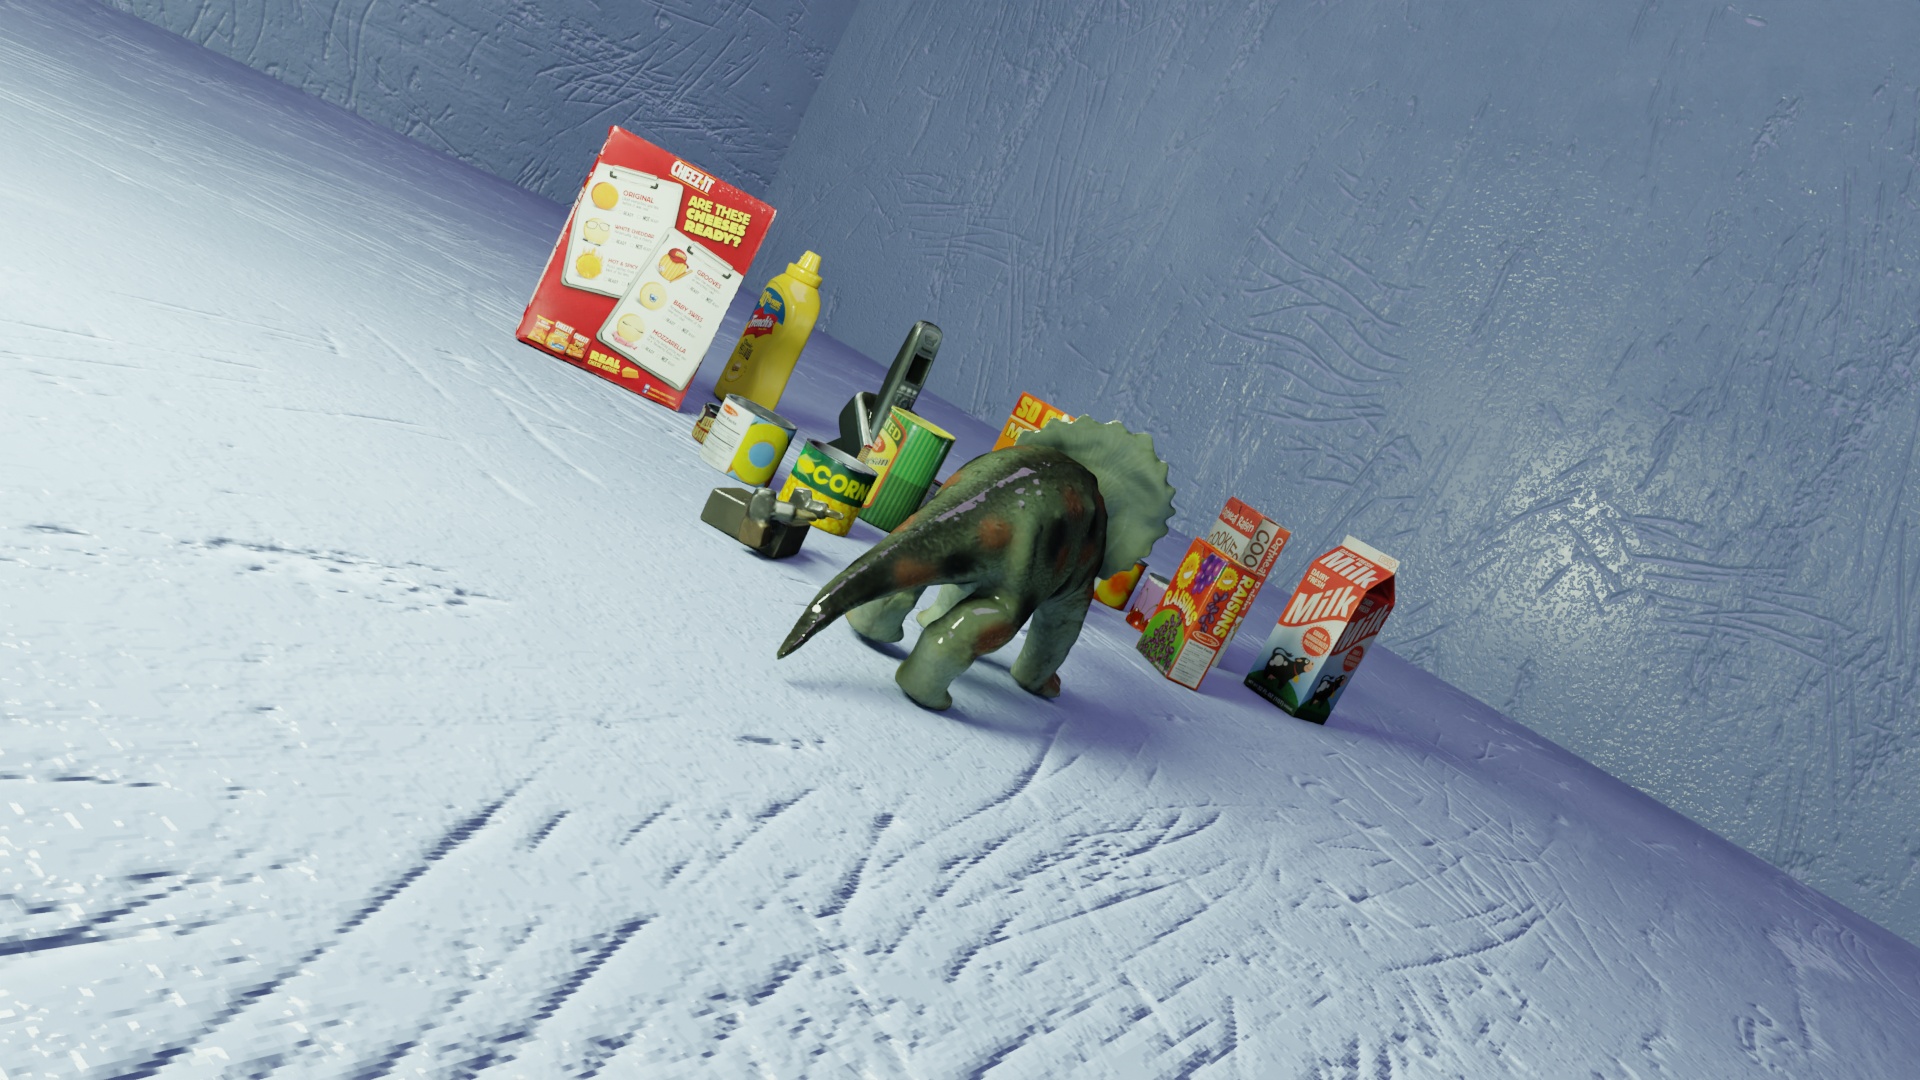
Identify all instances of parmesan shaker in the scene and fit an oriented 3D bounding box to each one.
[{"bbox_3d":[-0.056,-0.063,1.281,0.071,0.103,0.071,27,8,-4],"label":"parmesan shaker"}]

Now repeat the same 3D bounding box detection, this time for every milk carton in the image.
[{"bbox_3d":[0.385,0.091,1.453,0.073,0.190,0.072,20,11,-47],"label":"milk carton"}]

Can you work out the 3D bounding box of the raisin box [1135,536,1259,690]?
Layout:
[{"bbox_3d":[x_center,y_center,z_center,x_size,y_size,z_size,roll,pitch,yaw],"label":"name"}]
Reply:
[{"bbox_3d":[0.220,0.067,1.299,0.040,0.123,0.086,26,8,-16],"label":"raisin box"}]

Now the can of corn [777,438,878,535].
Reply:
[{"bbox_3d":[-0.109,-0.043,1.142,0.071,0.058,0.071,27,8,-4],"label":"can of corn"}]

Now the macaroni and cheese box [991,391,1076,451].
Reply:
[{"bbox_3d":[0.081,-0.055,1.458,0.124,0.166,0.040,32,8,29],"label":"macaroni and cheese box"}]

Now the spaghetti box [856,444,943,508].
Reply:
[{"bbox_3d":[0.005,-0.017,1.387,0.250,0.050,0.029,27,8,-3],"label":"spaghetti box"}]

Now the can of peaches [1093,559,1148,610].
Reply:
[{"bbox_3d":[0.167,0.038,1.543,0.071,0.058,0.071,27,8,-4],"label":"can of peaches"}]

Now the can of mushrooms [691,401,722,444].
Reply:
[{"bbox_3d":[-0.206,-0.096,1.243,0.071,0.033,0.071,27,8,-4],"label":"can of mushrooms"}]

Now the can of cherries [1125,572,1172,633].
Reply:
[{"bbox_3d":[0.218,0.075,1.475,0.071,0.058,0.071,27,8,-4],"label":"can of cherries"}]

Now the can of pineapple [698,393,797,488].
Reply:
[{"bbox_3d":[-0.178,-0.083,1.171,0.071,0.057,0.071,27,8,-4],"label":"can of pineapple"}]

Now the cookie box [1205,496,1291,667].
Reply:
[{"bbox_3d":[0.288,0.042,1.526,0.040,0.167,0.123,26,8,-11],"label":"cookie box"}]
